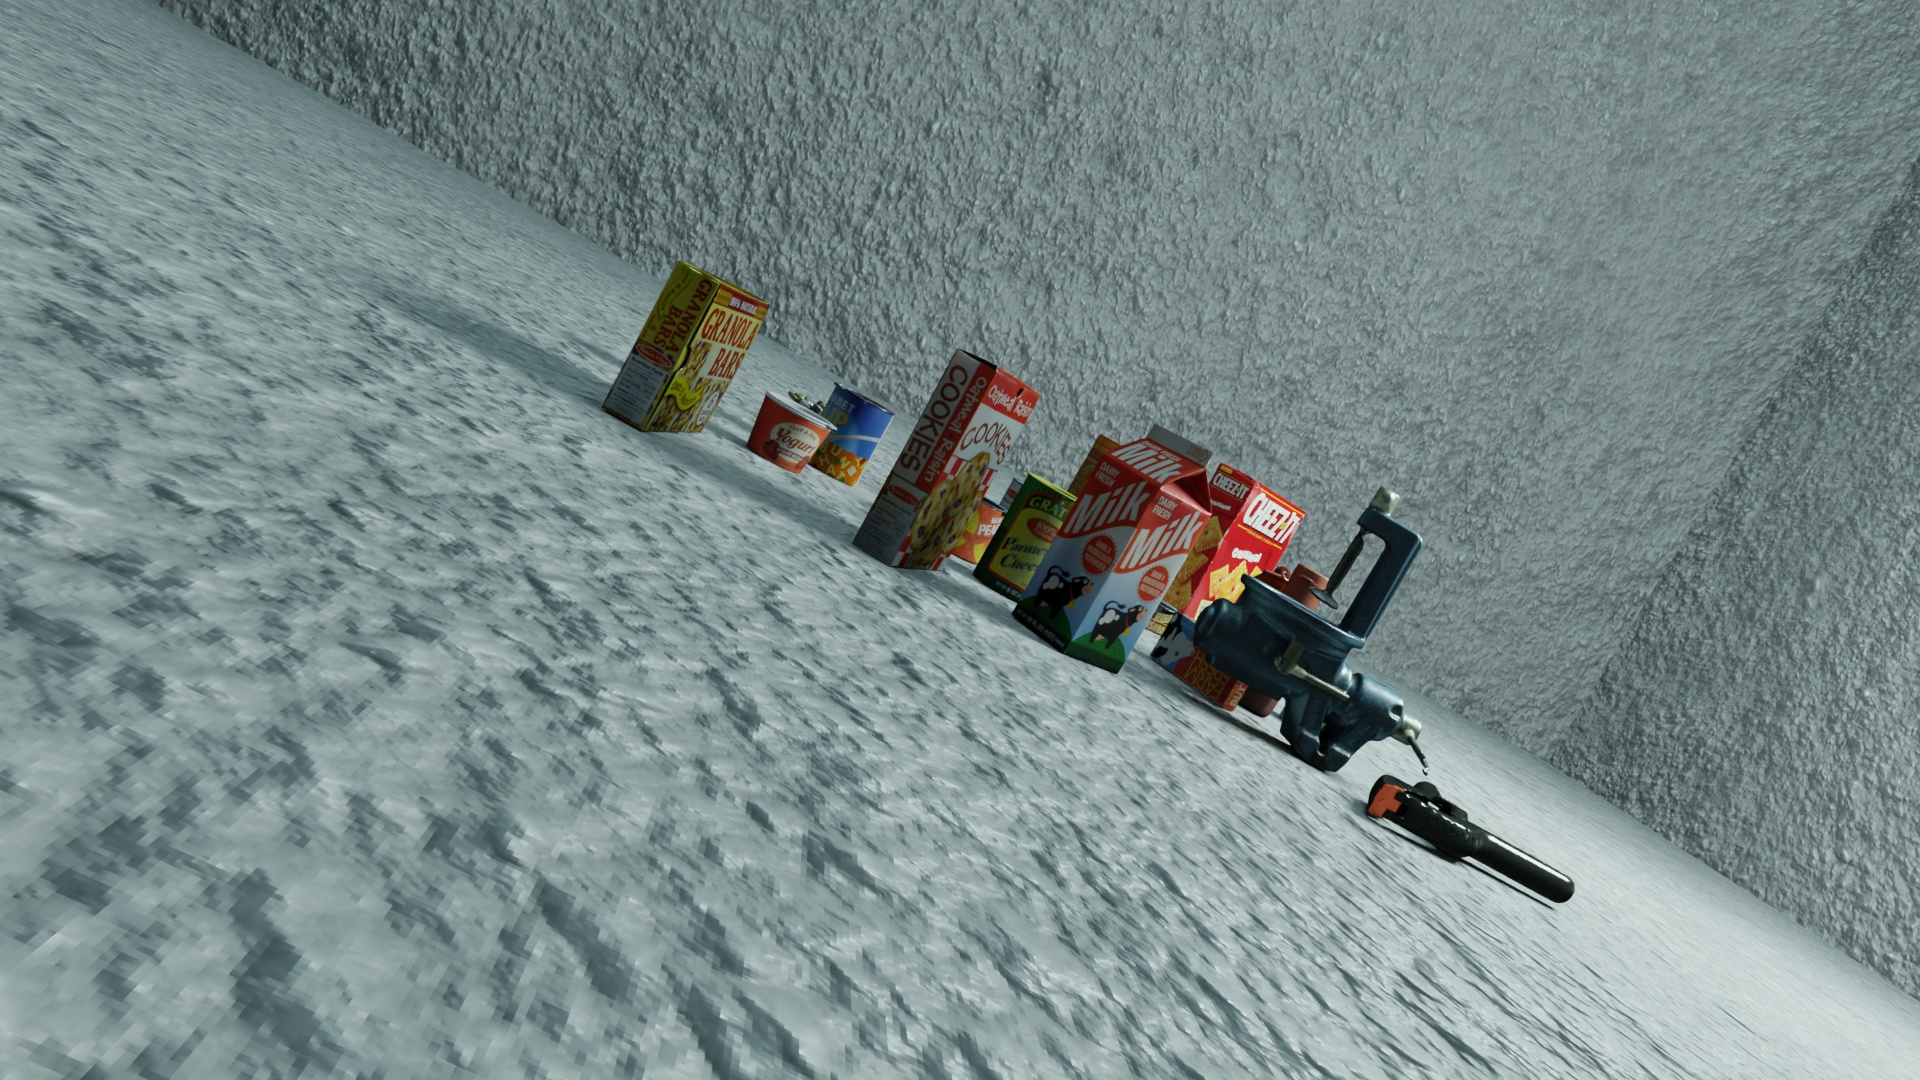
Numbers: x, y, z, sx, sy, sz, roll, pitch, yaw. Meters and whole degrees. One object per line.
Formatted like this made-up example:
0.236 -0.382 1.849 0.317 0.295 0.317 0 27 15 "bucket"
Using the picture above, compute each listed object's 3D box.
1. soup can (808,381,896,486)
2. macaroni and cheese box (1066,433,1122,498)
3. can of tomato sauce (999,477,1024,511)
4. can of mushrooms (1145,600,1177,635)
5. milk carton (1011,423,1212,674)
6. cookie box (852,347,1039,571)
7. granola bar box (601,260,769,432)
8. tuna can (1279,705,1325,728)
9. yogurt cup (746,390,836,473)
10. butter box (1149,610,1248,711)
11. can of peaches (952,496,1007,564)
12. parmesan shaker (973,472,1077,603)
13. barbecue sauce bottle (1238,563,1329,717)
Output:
-0.115 -0.106 1.380 0.071 0.083 0.071 29 6 -3 "soup can"
0.153 -0.019 1.500 0.040 0.166 0.123 34 7 41 "macaroni and cheese box"
0.065 -0.012 1.433 0.071 0.083 0.071 29 6 -3 "can of tomato sauce"
0.213 0.080 1.583 0.071 0.033 0.071 29 6 -3 "can of mushrooms"
0.129 0.001 1.098 0.073 0.190 0.072 24 7 -43 "milk carton"
-0.007 -0.058 1.076 0.040 0.167 0.123 31 6 17 "cookie box"
-0.209 -0.146 1.084 0.039 0.124 0.166 29 6 2 "granola bar box"
0.360 0.181 1.421 0.071 0.033 0.071 29 6 -3 "tuna can"
-0.156 -0.096 1.249 0.072 0.054 0.072 29 6 -3 "yogurt cup"
0.227 0.112 1.290 0.024 0.053 0.104 25 7 -40 "butter box"
0.005 -0.016 1.308 0.071 0.058 0.071 29 6 -3 "can of peaches"
0.066 0.002 1.222 0.071 0.103 0.071 29 6 -3 "parmesan shaker"
0.308 0.094 1.351 0.065 0.148 0.043 32 6 27 "barbecue sauce bottle"
